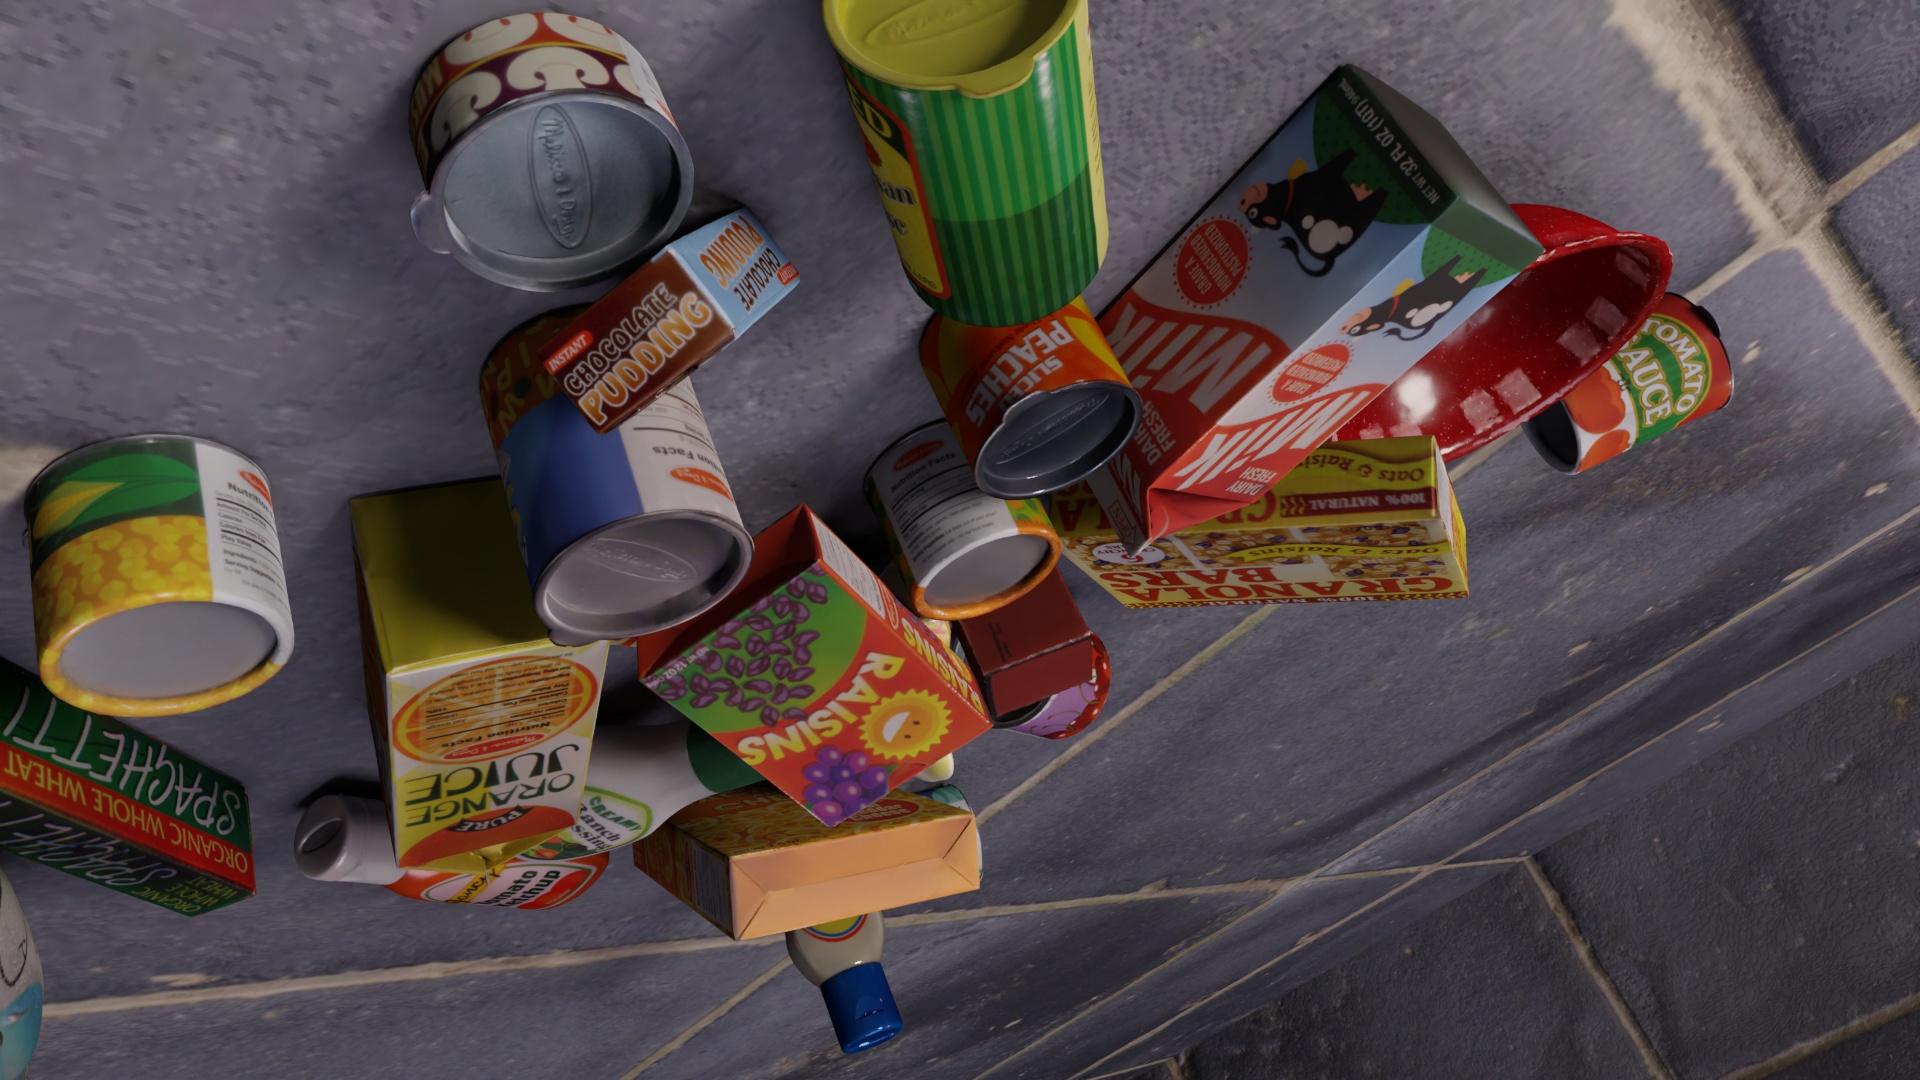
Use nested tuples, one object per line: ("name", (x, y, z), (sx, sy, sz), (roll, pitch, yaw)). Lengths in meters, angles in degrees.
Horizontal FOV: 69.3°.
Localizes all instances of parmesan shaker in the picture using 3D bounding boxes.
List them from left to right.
("parmesan shaker", (0.006, -0.112, 0.386), (0.071, 0.071, 0.102), (-24, 152, -3))

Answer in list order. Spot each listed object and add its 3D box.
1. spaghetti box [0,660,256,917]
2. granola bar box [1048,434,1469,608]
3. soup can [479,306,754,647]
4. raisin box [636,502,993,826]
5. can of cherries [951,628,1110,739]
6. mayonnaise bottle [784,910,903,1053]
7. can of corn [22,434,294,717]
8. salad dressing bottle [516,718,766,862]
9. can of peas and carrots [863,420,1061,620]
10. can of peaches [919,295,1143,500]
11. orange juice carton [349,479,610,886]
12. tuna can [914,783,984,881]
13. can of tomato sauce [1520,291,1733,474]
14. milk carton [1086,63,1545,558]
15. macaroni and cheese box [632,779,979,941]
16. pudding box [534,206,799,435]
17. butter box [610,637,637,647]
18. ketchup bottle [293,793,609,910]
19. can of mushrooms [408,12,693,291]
("spaghetti box", (-0.318, 0.073, 0.463), (0.029, 0.050, 0.249), (-21, 152, -4))
("granola bar box", (0.138, -0.004, 0.631), (0.165, 0.039, 0.124), (-3, 161, 24))
("soup can", (-0.111, -0.020, 0.435), (0.071, 0.084, 0.071), (-19, 151, -11))
("raisin box", (-0.056, 0.054, 0.555), (0.086, 0.040, 0.123), (-34, 129, 9))
("can of cherries", (0.039, 0.066, 0.721), (0.071, 0.072, 0.058), (-36, 150, 20))
("mayonnaise bottle", (-0.075, 0.213, 0.791), (0.065, 0.148, 0.041), (-14, 150, -20))
("can of corn", (-0.240, 0.013, 0.414), (0.071, 0.058, 0.070), (-19, 151, -11))
("salad dressing bottle", (-0.143, 0.106, 0.629), (0.147, 0.044, 0.064), (-20, 129, 20))
("can of peas and carrots", (0.002, -0.007, 0.574), (0.071, 0.059, 0.070), (-19, 151, -11))
("can of peaches", (0.024, -0.058, 0.507), (0.071, 0.058, 0.071), (-19, 151, -11))
("orange juice carton", (-0.185, 0.063, 0.530), (0.073, 0.072, 0.191), (-10, 148, -26))
("tuna can", (-0.014, 0.193, 0.897), (0.033, 0.071, 0.070), (-11, 149, -22))
("can of tomato sauce", (0.336, -0.080, 0.709), (0.083, 0.071, 0.071), (-25, 152, 1))
("milk carton", (0.113, -0.076, 0.531), (0.073, 0.072, 0.189), (7, 138, -45))
("macaroni and cheese box", (-0.084, 0.151, 0.699), (0.124, 0.040, 0.166), (-4, -178, -28))
("pudding box", (-0.079, -0.064, 0.393), (0.049, 0.030, 0.084), (-33, -166, 17))
("butter box", (-0.107, 0.023, 0.574), (0.053, 0.024, 0.103), (-41, 148, 26))
("ketchup bottle", (-0.239, 0.146, 0.659), (0.064, 0.044, 0.148), (-33, 150, 18))
("can of mushrooms", (-0.108, -0.099, 0.358), (0.071, 0.033, 0.070), (-20, 152, -11))
